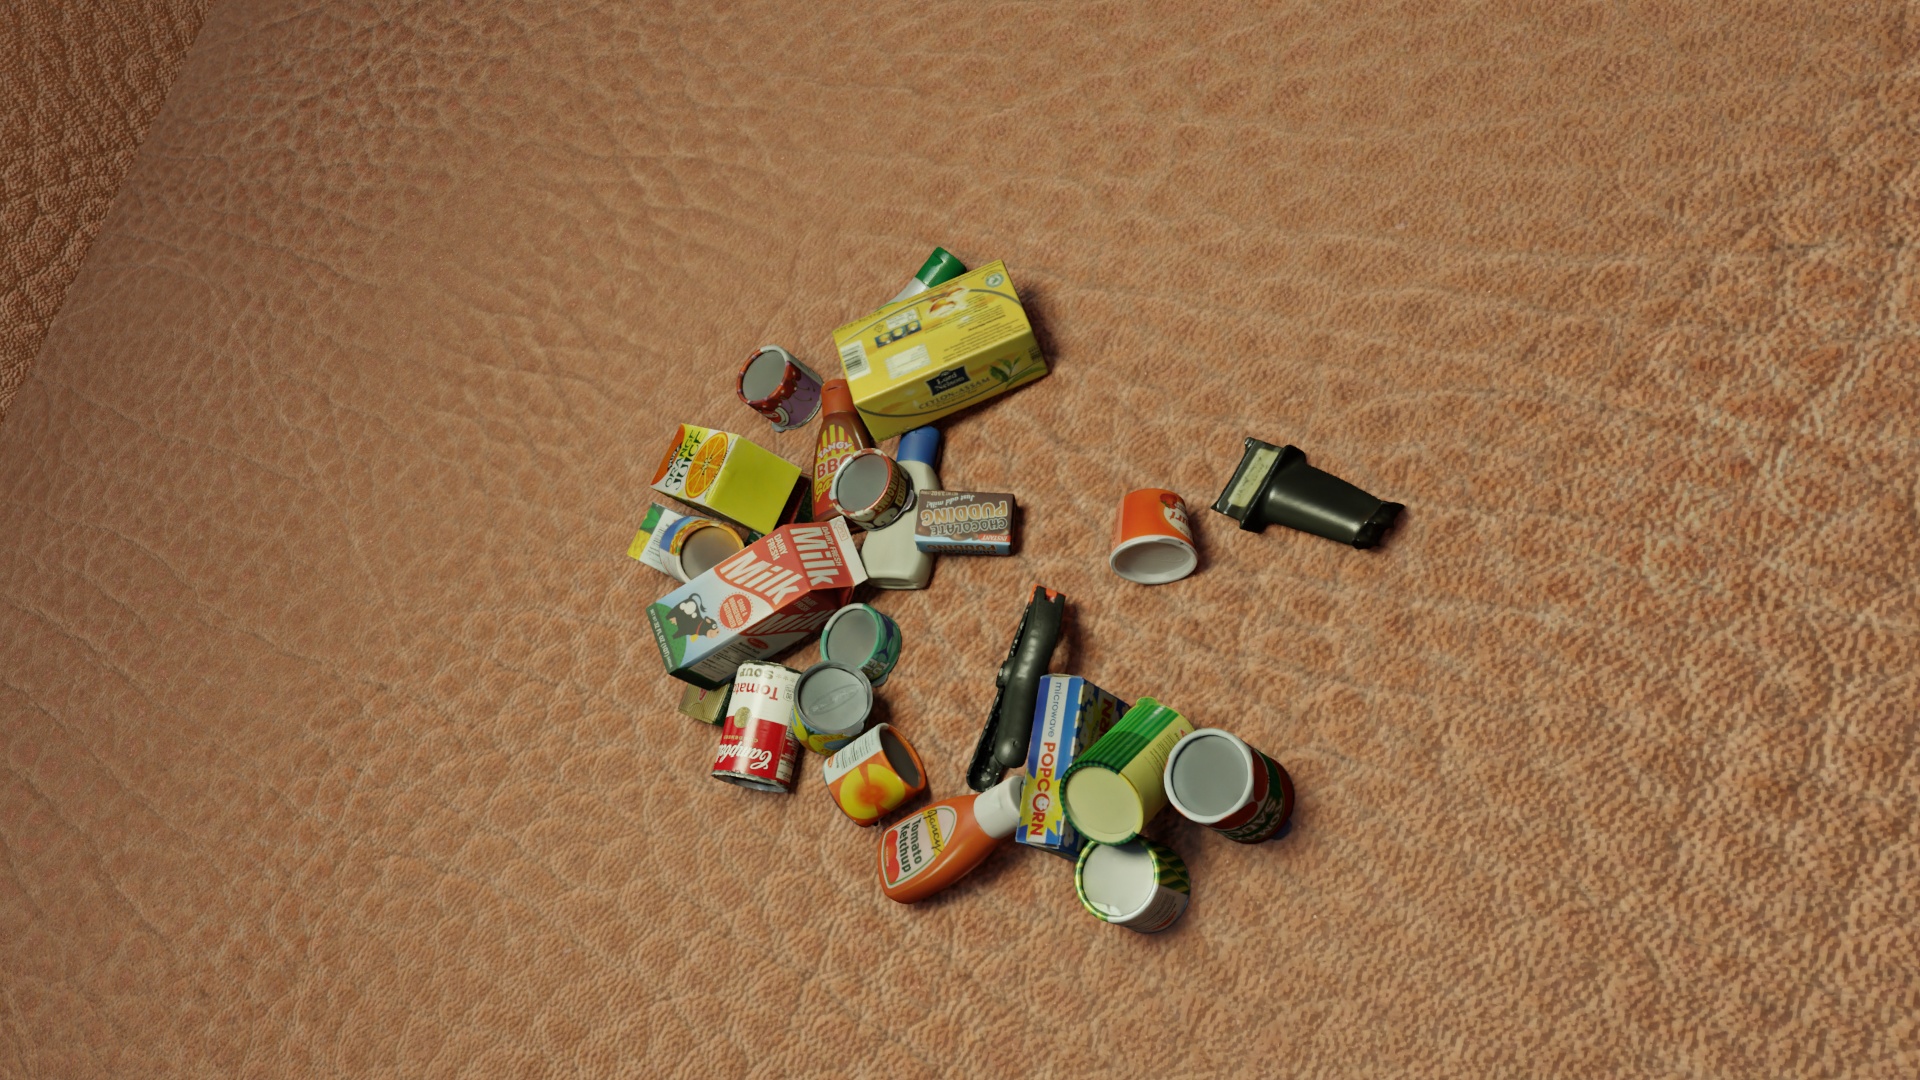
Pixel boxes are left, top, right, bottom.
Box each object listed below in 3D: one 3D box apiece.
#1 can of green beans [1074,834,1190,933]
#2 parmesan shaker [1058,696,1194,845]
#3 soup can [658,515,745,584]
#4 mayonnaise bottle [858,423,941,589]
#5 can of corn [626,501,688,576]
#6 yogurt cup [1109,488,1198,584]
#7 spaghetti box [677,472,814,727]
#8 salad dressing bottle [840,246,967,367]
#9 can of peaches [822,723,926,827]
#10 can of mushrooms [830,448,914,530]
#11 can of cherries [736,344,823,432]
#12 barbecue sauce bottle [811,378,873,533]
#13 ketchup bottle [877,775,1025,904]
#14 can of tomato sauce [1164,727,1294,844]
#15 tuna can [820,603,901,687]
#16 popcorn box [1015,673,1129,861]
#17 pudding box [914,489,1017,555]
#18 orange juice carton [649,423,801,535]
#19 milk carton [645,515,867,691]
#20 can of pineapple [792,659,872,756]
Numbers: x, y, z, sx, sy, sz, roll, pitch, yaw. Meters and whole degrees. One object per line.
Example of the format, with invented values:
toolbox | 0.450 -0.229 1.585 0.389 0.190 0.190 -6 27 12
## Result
can of green beans | 0.123 0.244 0.995 0.071 0.057 0.071 -14 62 27
parmesan shaker | 0.120 0.163 0.991 0.071 0.103 0.071 11 111 29
soup can | -0.239 0.010 1.297 0.071 0.071 0.084 -64 22 -7
mayonnaise bottle | -0.047 -0.031 1.241 0.065 0.041 0.148 0 68 29
can of corn | -0.285 0.002 1.363 0.071 0.071 0.058 20 81 37
yogurt cup | 0.150 -0.004 1.088 0.072 0.072 0.054 -16 53 26
spaghetti box | -0.193 0.052 1.303 0.050 0.028 0.250 13 76 36
salad dressing bottle | -0.053 -0.211 1.323 0.064 0.044 0.147 40 93 35
can of peaches | -0.068 0.193 1.138 0.058 0.071 0.071 -36 54 14
can of mushrooms | -0.077 -0.045 1.217 0.071 0.033 0.071 -15 59 27
can of cherries | -0.179 -0.148 1.366 0.071 0.058 0.072 -13 62 27
barbecue sauce bottle | -0.109 -0.080 1.300 0.065 0.043 0.149 -16 61 19
ketchup bottle | -0.001 0.226 1.069 0.148 0.043 0.065 -36 42 33
can of tomato sauce | 0.189 0.174 0.969 0.071 0.083 0.071 -13 63 28
tuna can | -0.087 0.092 1.214 0.071 0.033 0.071 -14 62 28
popcorn box | 0.085 0.171 1.035 0.038 0.085 0.127 -1 69 31
pudding box | 0.004 -0.015 1.188 0.084 0.030 0.050 3 70 8
orange juice carton | -0.235 -0.062 1.335 0.193 0.073 0.072 15 78 57
milk carton | -0.174 0.052 1.232 0.190 0.073 0.072 -30 63 10
can of pineapple | -0.108 0.144 1.173 0.071 0.057 0.071 4 61 -6
